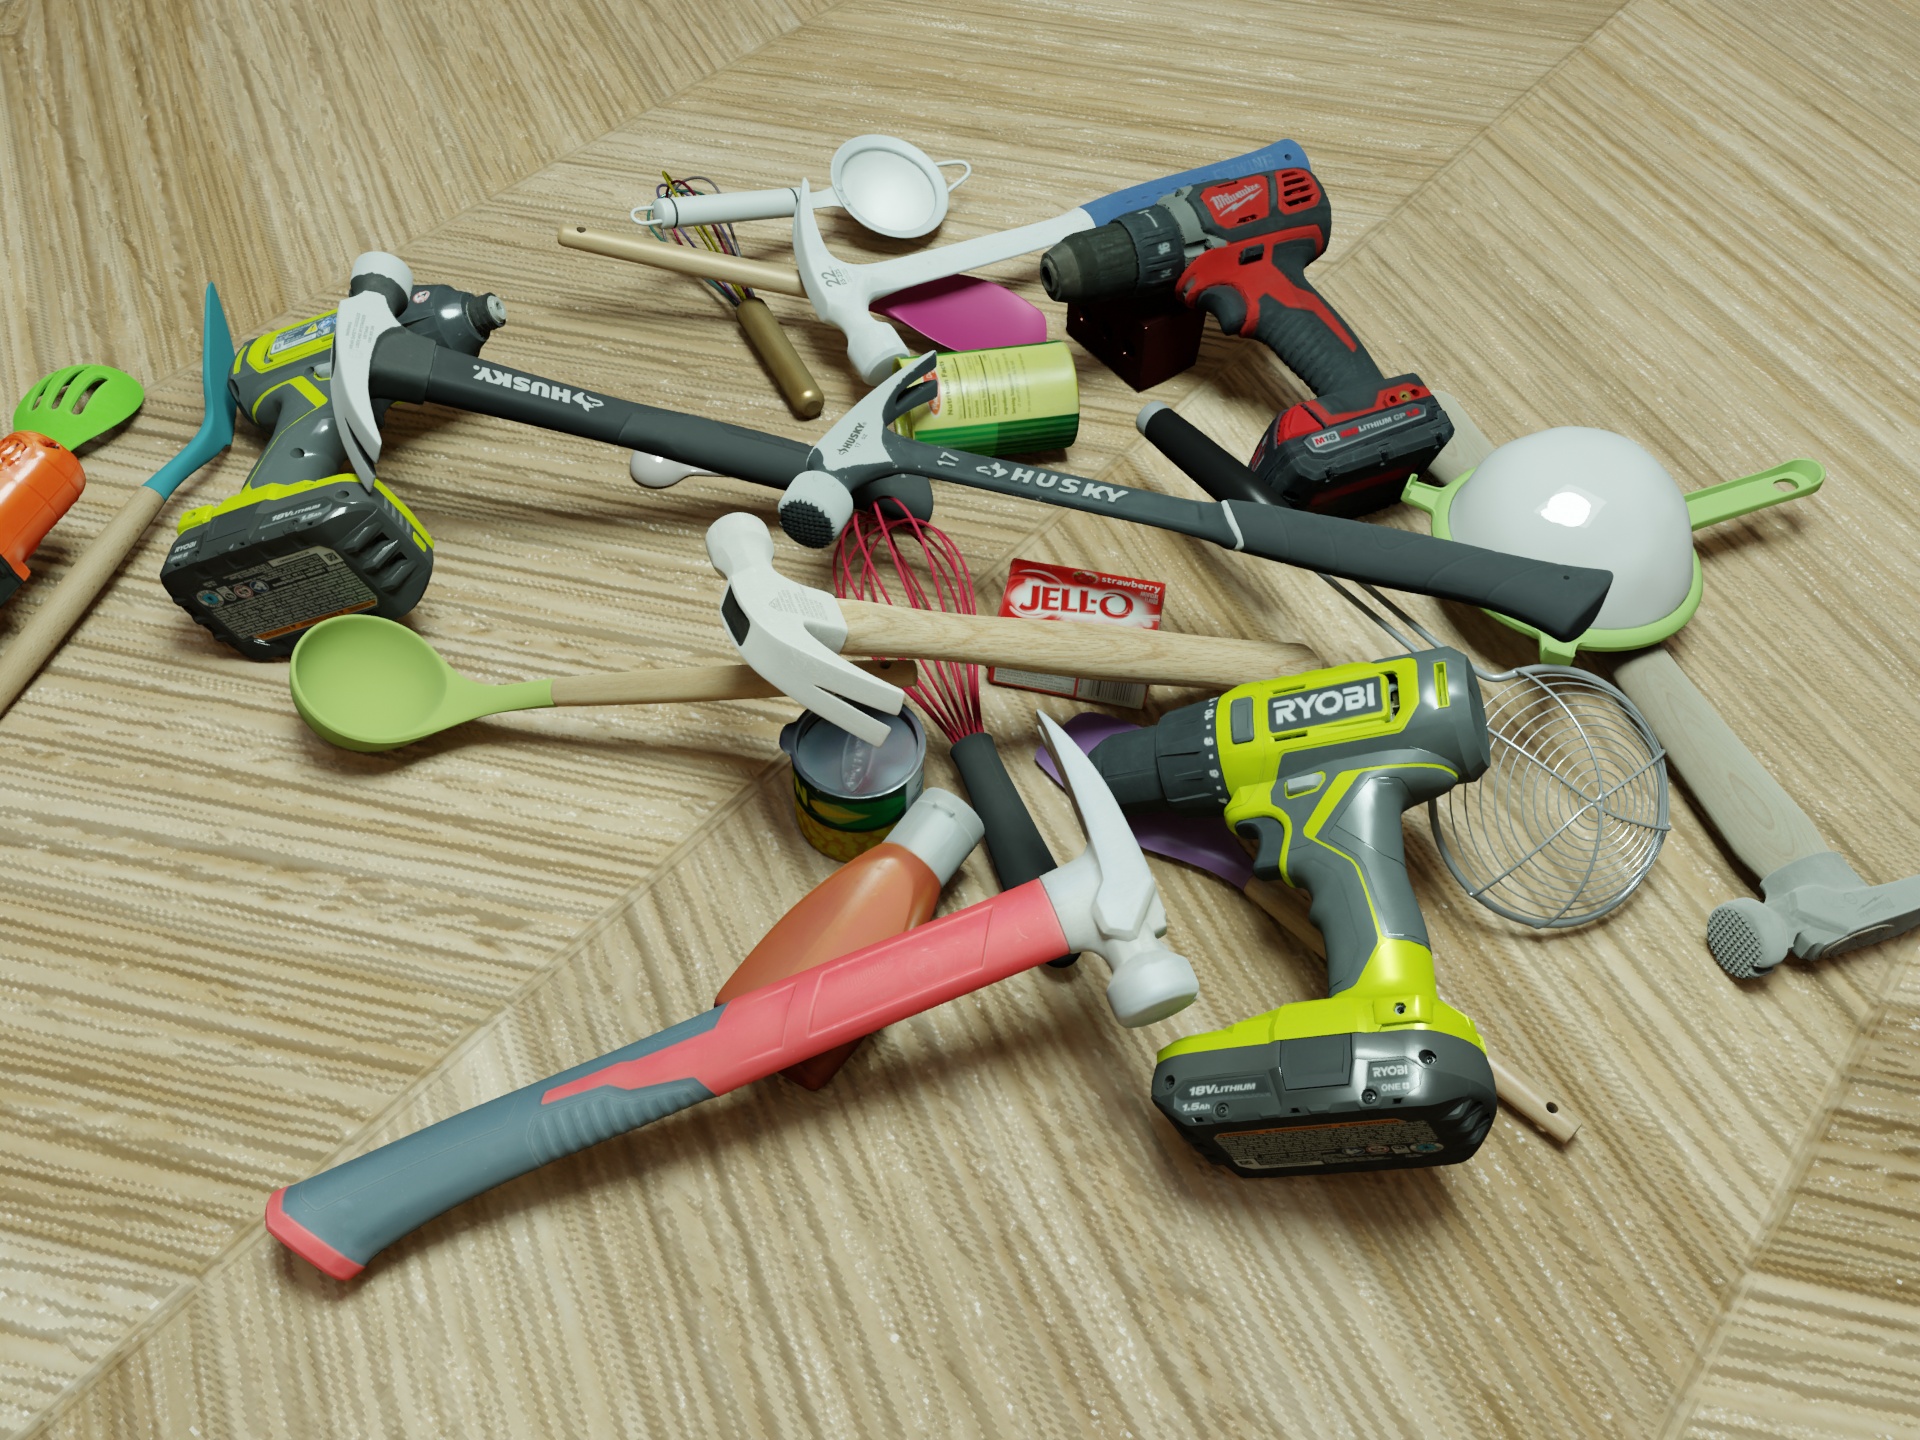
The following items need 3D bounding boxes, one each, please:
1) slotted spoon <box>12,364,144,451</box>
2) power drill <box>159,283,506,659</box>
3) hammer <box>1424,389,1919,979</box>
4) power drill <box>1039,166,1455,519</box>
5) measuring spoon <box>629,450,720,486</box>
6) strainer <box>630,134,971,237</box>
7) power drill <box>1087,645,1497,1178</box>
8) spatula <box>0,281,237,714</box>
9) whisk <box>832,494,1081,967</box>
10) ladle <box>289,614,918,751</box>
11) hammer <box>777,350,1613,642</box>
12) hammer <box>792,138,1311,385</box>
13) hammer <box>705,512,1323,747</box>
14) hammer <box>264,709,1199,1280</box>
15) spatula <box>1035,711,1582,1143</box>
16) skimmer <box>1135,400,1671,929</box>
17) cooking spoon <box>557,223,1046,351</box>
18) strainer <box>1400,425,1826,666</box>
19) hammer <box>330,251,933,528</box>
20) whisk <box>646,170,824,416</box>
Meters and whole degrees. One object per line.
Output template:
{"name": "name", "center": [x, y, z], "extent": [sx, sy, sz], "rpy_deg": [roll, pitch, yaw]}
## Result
{"name": "slotted spoon", "center": [-0.547, -0.101, 0.895], "extent": [0.070, 0.031, 0.314], "rpy_deg": [4, 53, 3]}
{"name": "power drill", "center": [-0.344, -0.153, 0.888], "extent": [0.171, 0.080, 0.223], "rpy_deg": [-14, 50, 15]}
{"name": "hammer", "center": [0.373, -0.048, 0.886], "extent": [0.146, 0.038, 0.411], "rpy_deg": [-14, 53, -15]}
{"name": "power drill", "center": [0.167, -0.223, 0.950], "extent": [0.188, 0.080, 0.227], "rpy_deg": [-18, 71, -16]}
{"name": "measuring spoon", "center": [-0.138, -0.161, 0.964], "extent": [0.124, 0.018, 0.034], "rpy_deg": [-3, 51, -6]}
{"name": "strainer", "center": [-0.106, -0.351, 1.075], "extent": [0.258, 0.050, 0.087], "rpy_deg": [-18, 75, -33]}
{"name": "power drill", "center": [0.144, 0.080, 0.717], "extent": [0.190, 0.080, 0.229], "rpy_deg": [-12, 54, 24]}
{"name": "spatula", "center": [-0.477, -0.110, 0.891], "extent": [0.044, 0.082, 0.318], "rpy_deg": [21, 58, 0]}
{"name": "whisk", "center": [-0.001, -0.003, 0.821], "extent": [0.073, 0.073, 0.296], "rpy_deg": [-15, 59, -14]}
{"name": "ladle", "center": [-0.181, -0.023, 0.792], "extent": [0.320, 0.062, 0.078], "rpy_deg": [-3, 48, 11]}
{"name": "hammer", "center": [0.120, -0.106, 0.818], "extent": [0.409, 0.036, 0.149], "rpy_deg": [14, 49, 14]}
{"name": "hammer", "center": [0.073, -0.339, 1.077], "extent": [0.405, 0.035, 0.144], "rpy_deg": [-23, 72, -26]}
{"name": "hammer", "center": [0.044, -0.035, 0.787], "extent": [0.331, 0.031, 0.130], "rpy_deg": [4, 40, -27]}
{"name": "hammer", "center": [-0.104, 0.124, 0.672], "extent": [0.386, 0.038, 0.143], "rpy_deg": [-21, 65, -4]}
{"name": "spatula", "center": [0.164, 0.092, 0.775], "extent": [0.060, 0.018, 0.316], "rpy_deg": [-38, 61, -23]}
{"name": "skimmer", "center": [0.215, -0.046, 0.844], "extent": [0.127, 0.090, 0.364], "rpy_deg": [-35, 56, -9]}
{"name": "cooking spoon", "center": [-0.098, -0.280, 1.027], "extent": [0.318, 0.017, 0.069], "rpy_deg": [9, 60, -11]}
{"name": "strainer", "center": [0.390, -0.127, 0.885], "extent": [0.256, 0.069, 0.152], "rpy_deg": [-16, 53, -16]}
{"name": "hammer", "center": [-0.172, -0.156, 0.876], "extent": [0.334, 0.035, 0.146], "rpy_deg": [12, 50, -21]}
{"name": "whisk", "center": [-0.150, -0.286, 1.050], "extent": [0.051, 0.047, 0.245], "rpy_deg": [-20, 58, -19]}
